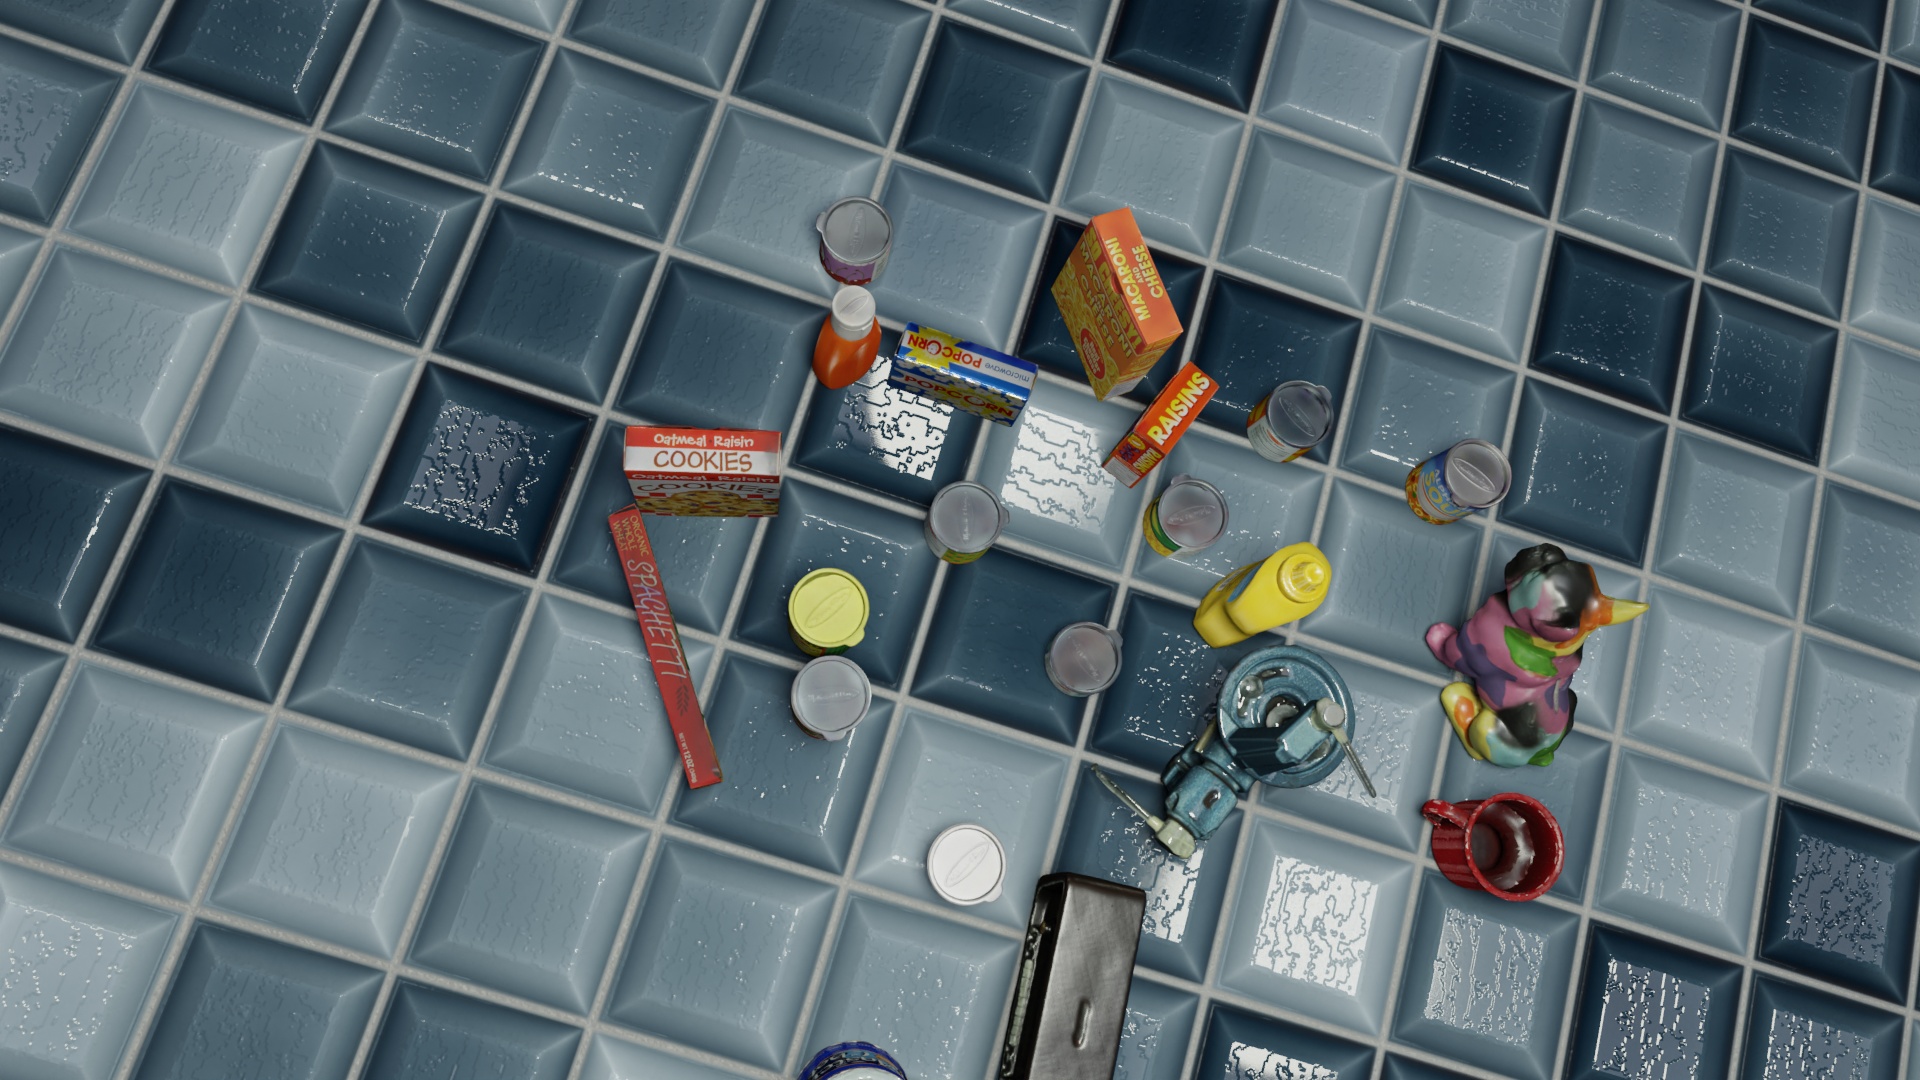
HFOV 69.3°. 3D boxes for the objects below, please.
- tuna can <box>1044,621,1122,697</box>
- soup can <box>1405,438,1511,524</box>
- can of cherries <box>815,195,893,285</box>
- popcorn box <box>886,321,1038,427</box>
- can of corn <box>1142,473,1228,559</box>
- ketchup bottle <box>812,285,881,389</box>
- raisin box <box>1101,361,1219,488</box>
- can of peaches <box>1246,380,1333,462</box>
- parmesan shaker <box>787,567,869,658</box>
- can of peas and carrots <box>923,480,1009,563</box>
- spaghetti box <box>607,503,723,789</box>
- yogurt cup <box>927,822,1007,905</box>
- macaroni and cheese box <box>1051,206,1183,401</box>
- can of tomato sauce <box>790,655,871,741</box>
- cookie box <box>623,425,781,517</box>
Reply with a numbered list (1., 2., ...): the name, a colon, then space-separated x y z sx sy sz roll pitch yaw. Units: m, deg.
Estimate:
1. tuna can: 0.112 0.106 1.256 0.071 0.032 0.071 2 78 -8
2. soup can: 0.468 -0.052 1.315 0.071 0.083 0.071 2 78 -8
3. can of cherries: -0.100 -0.279 1.293 0.071 0.058 0.071 2 78 -8
4. popcorn box: 0.001 -0.150 1.267 0.127 0.085 0.038 18 77 -4
5. can of corn: 0.206 -0.022 1.283 0.071 0.058 0.071 2 78 -8
6. ketchup bottle: -0.098 -0.181 1.226 0.065 0.148 0.043 -39 86 -13
7. raisin box: 0.180 -0.104 1.263 0.040 0.123 0.086 39 76 1
8. can of peaches: 0.314 -0.113 1.318 0.071 0.058 0.071 2 78 -8
9. parmesan shaker: -0.114 0.067 1.195 0.071 0.103 0.071 2 78 -8
10. can of peas and carrots: 0.004 -0.016 1.252 0.071 0.058 0.071 2 78 -8
11. spaghetti box: -0.254 0.092 1.197 0.029 0.050 0.250 -18 81 -11
12. yogurt cup: 0.002 0.277 1.193 0.072 0.054 0.072 2 78 -8
13. macaroni and cheese box: 0.137 -0.209 1.257 0.040 0.166 0.124 -20 82 -11
14. can of tomato sauce: -0.112 0.138 1.191 0.071 0.083 0.071 2 78 -8
15. cookie box: -0.214 -0.056 1.173 0.123 0.167 0.040 1 79 -8
